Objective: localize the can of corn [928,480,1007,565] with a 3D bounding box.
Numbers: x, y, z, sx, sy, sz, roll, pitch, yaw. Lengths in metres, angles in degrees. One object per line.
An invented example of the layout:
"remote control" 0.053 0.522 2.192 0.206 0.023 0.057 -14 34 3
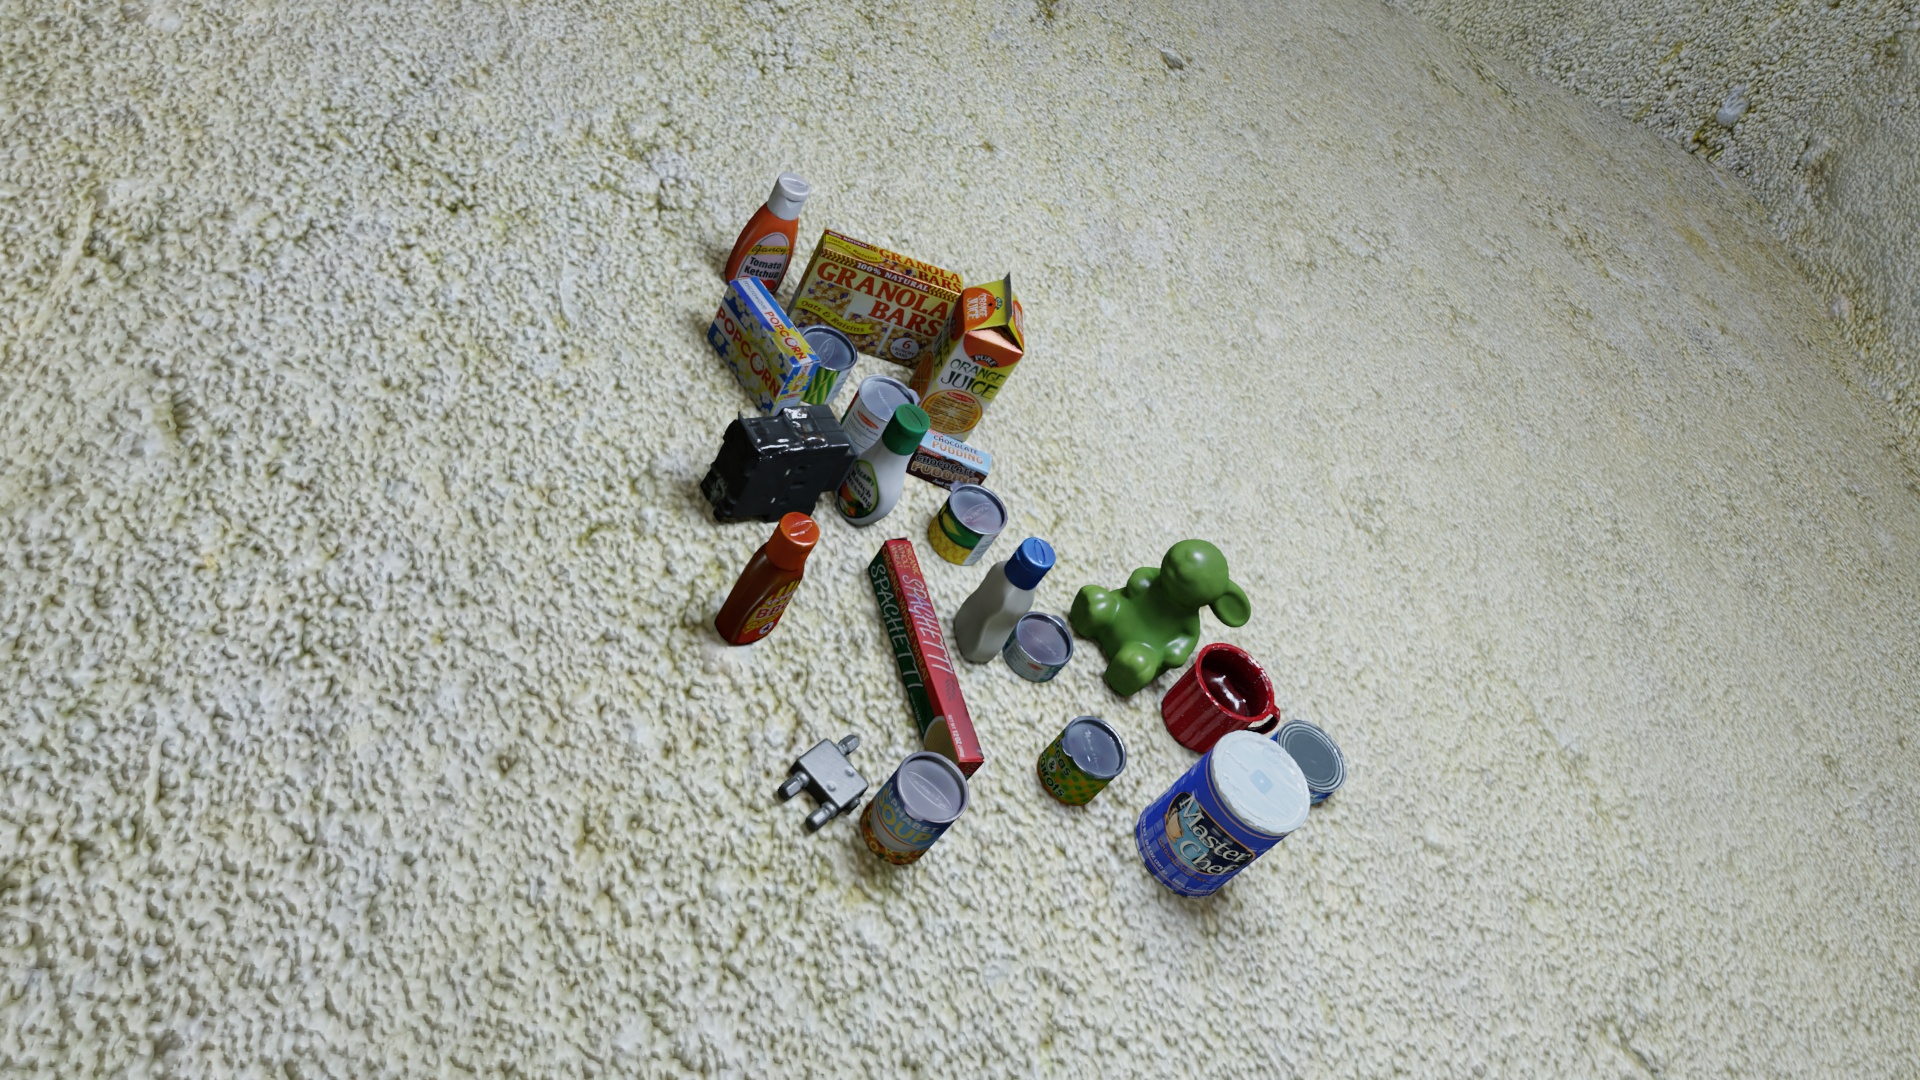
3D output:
"can of corn" 0.005 -0.018 1.438 0.071 0.058 0.071 17 46 -18

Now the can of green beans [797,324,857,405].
"can of green beans" -0.152 -0.188 1.490 0.071 0.057 0.071 17 46 -18

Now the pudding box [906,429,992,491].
"pudding box" -0.013 -0.083 1.490 0.084 0.049 0.030 23 45 -13

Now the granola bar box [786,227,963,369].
"granola bar box" -0.096 -0.266 1.545 0.165 0.123 0.039 16 47 -20

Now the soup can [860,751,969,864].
"soup can" -0.041 0.229 1.175 0.071 0.083 0.072 17 46 -19

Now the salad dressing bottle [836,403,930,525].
"salad dressing bottle" -0.076 -0.075 1.373 0.044 0.147 0.064 -20 65 -41

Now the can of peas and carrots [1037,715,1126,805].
"can of peas and carrots" 0.112 0.208 1.306 0.071 0.058 0.071 17 46 -18

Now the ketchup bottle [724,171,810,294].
"ketchup bottle" -0.207 -0.335 1.519 0.065 0.148 0.044 6 51 -28

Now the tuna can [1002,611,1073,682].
"tuna can" 0.078 0.105 1.394 0.071 0.032 0.071 17 46 -18

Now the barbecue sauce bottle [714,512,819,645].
"barbecue sauce bottle" -0.167 0.033 1.222 0.065 0.147 0.044 -26 70 -43

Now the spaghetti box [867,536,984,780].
"spaghetti box" -0.035 0.110 1.307 0.029 0.050 0.251 1 53 -31

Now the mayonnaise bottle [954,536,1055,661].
"mayonnaise bottle" 0.042 0.054 1.332 0.041 0.147 0.065 8 50 -26

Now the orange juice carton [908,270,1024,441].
"orange juice carton" 0.013 -0.201 1.505 0.073 0.191 0.072 17 46 -19

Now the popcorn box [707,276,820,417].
"popcorn box" -0.207 -0.201 1.448 0.038 0.084 0.127 -20 66 -42

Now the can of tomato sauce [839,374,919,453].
"can of tomato sauce" -0.089 -0.122 1.453 0.071 0.082 0.071 17 46 -19
